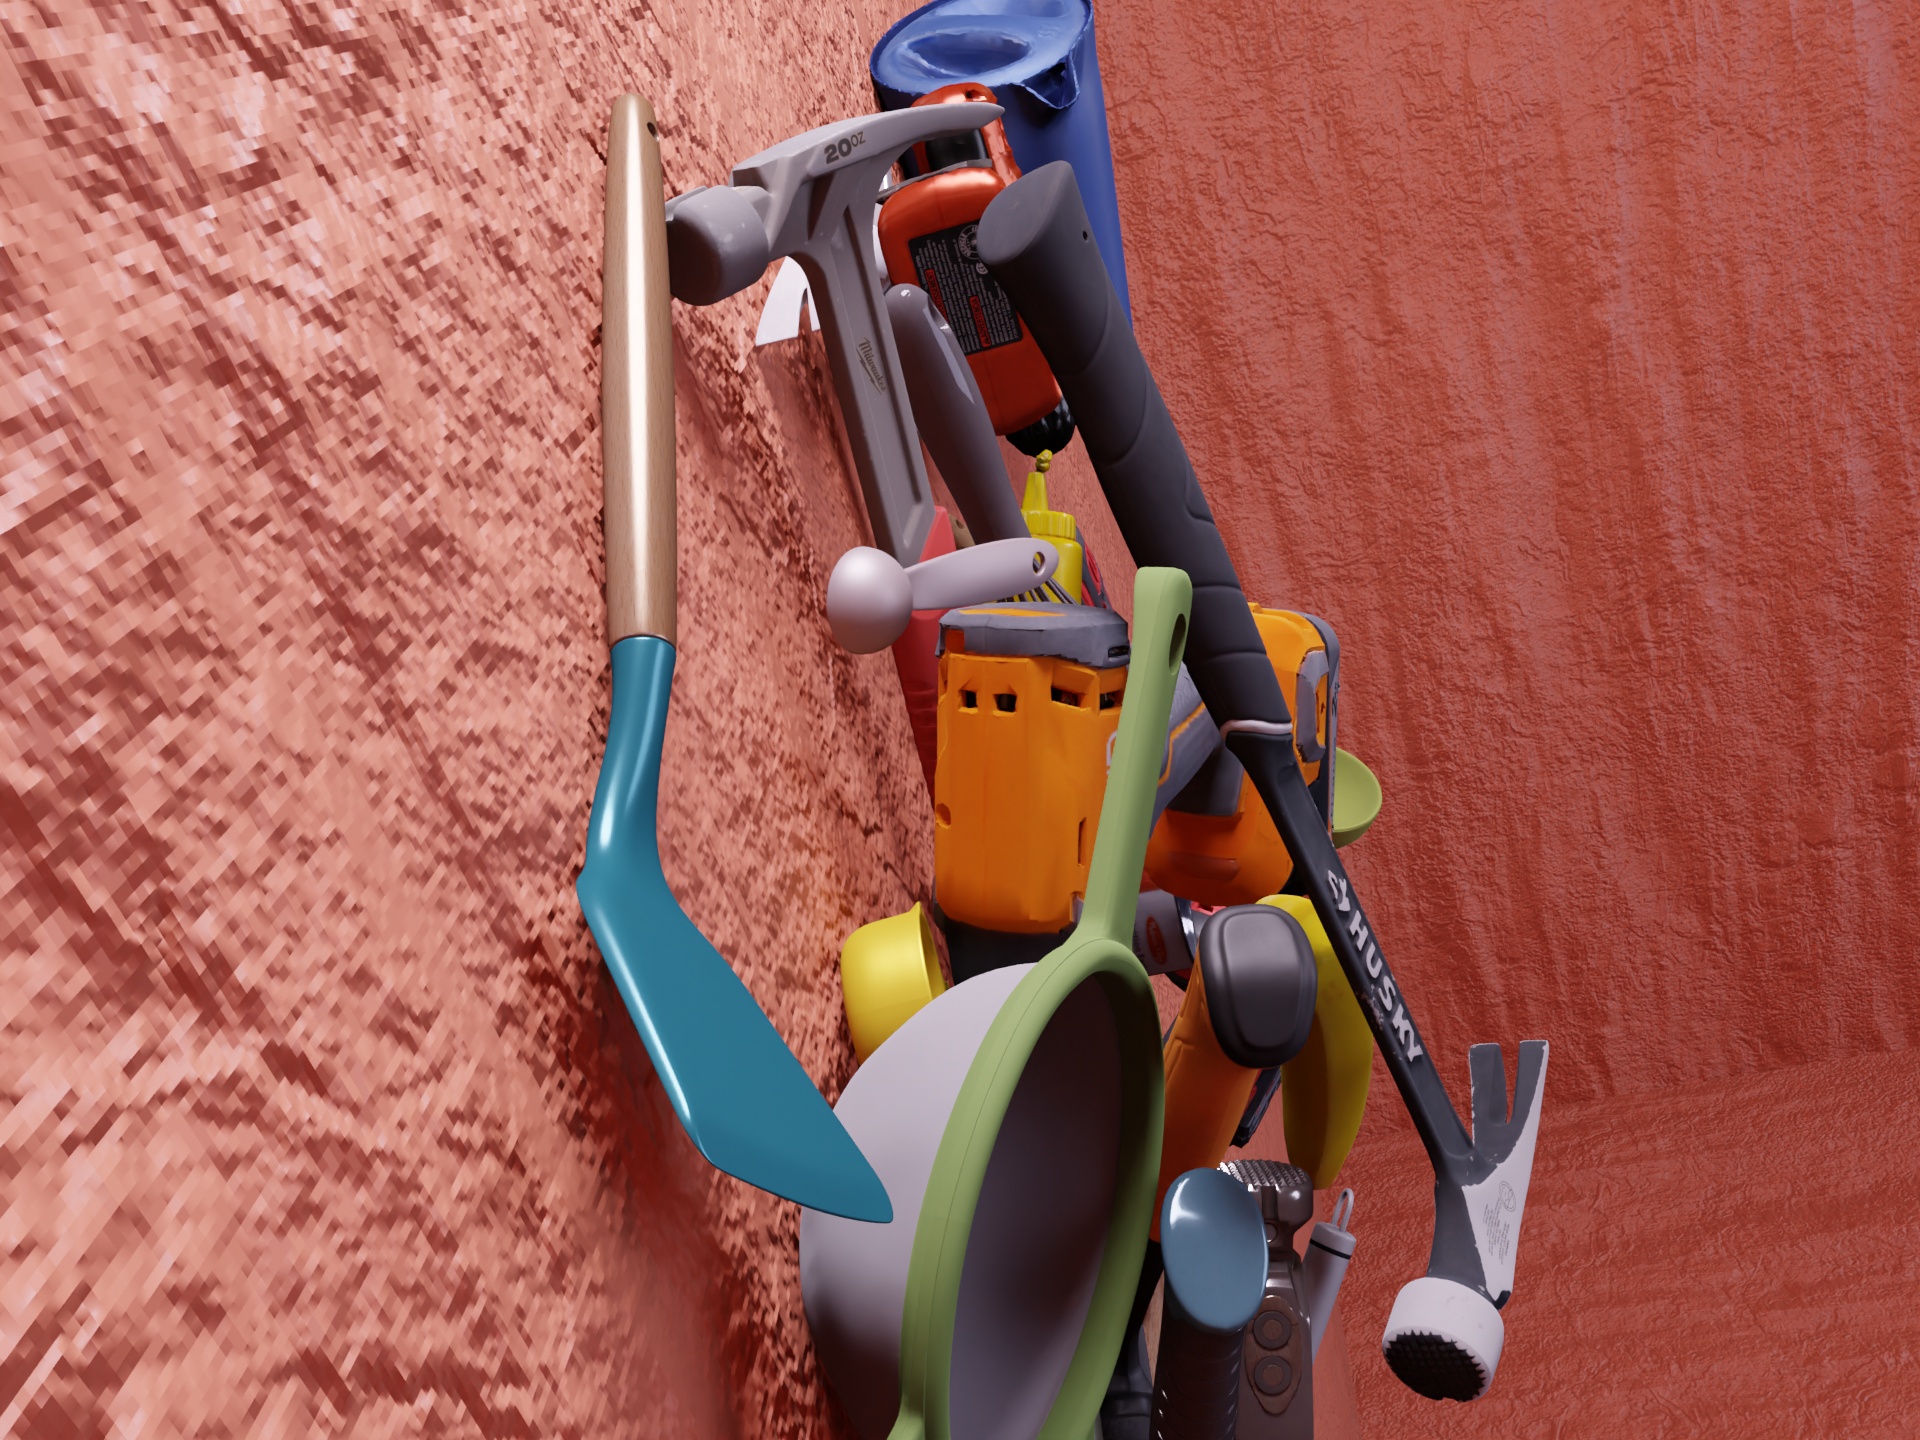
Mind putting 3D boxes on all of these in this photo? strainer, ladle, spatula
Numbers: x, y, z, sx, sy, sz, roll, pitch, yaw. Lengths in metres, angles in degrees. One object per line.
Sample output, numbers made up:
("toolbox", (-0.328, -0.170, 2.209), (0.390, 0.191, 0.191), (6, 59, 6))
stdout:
("strainer", (0.124, 0.327, 0.693), (0.087, 0.050, 0.258), (84, 28, -81))
("strainer", (0.010, 0.076, 0.426), (0.151, 0.069, 0.256), (41, 58, -61))
("ladle", (0.108, -0.023, 0.840), (0.320, 0.062, 0.078), (36, 29, -28))
("spatula", (-0.066, -0.041, 0.380), (0.082, 0.044, 0.318), (46, 31, -56))

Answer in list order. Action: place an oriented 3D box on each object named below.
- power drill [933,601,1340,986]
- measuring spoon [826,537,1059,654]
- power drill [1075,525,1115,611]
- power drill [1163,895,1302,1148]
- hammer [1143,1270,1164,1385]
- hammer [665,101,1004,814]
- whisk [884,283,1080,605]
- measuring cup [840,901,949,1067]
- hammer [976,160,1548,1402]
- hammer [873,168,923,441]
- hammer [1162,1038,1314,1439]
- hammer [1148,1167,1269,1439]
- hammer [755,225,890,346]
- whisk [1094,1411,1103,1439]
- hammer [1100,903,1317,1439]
("power drill", (0.066, 0.036, 0.583), (0.226, 0.084, 0.164), (-11, 103, -57))
("measuring spoon", (0.002, -0.047, 0.534), (0.124, 0.018, 0.034), (-19, 111, -50))
("power drill", (0.075, -0.002, 0.946), (0.143, 0.078, 0.220), (64, 14, -48))
("power drill", (0.182, 0.141, 1.004), (0.188, 0.080, 0.226), (-50, 151, -36))
("hammer", (0.109, 0.307, 0.868), (0.331, 0.031, 0.130), (-26, 104, -78))
("hammer", (-0.003, -0.029, 0.576), (0.149, 0.037, 0.358), (-39, 126, -41))
("whisk", (0.021, -0.070, 0.648), (0.055, 0.055, 0.238), (-87, 157, -53))
("measuring cup", (-0.017, 0.100, 0.533), (0.156, 0.029, 0.062), (80, -3, -77))
("hammer", (0.107, 0.017, 0.519), (0.149, 0.036, 0.408), (-46, 115, -48))
("hammer", (-0.011, -0.210, 0.857), (0.335, 0.035, 0.146), (-26, 103, -78))
("hammer", (0.109, 0.231, 0.766), (0.410, 0.038, 0.146), (-94, -176, -89))
("hammer", (0.076, 0.275, 0.541), (0.128, 0.033, 0.330), (-92, 180, -54))
("hammer", (-0.001, -0.002, 0.669), (0.144, 0.035, 0.405), (-72, 147, -69))
("whisk", (0.035, 0.235, 0.572), (0.057, 0.059, 0.246), (2, 76, -40))
("hammer", (0.073, 0.159, 0.563), (0.336, 0.034, 0.127), (94, -7, -52))
